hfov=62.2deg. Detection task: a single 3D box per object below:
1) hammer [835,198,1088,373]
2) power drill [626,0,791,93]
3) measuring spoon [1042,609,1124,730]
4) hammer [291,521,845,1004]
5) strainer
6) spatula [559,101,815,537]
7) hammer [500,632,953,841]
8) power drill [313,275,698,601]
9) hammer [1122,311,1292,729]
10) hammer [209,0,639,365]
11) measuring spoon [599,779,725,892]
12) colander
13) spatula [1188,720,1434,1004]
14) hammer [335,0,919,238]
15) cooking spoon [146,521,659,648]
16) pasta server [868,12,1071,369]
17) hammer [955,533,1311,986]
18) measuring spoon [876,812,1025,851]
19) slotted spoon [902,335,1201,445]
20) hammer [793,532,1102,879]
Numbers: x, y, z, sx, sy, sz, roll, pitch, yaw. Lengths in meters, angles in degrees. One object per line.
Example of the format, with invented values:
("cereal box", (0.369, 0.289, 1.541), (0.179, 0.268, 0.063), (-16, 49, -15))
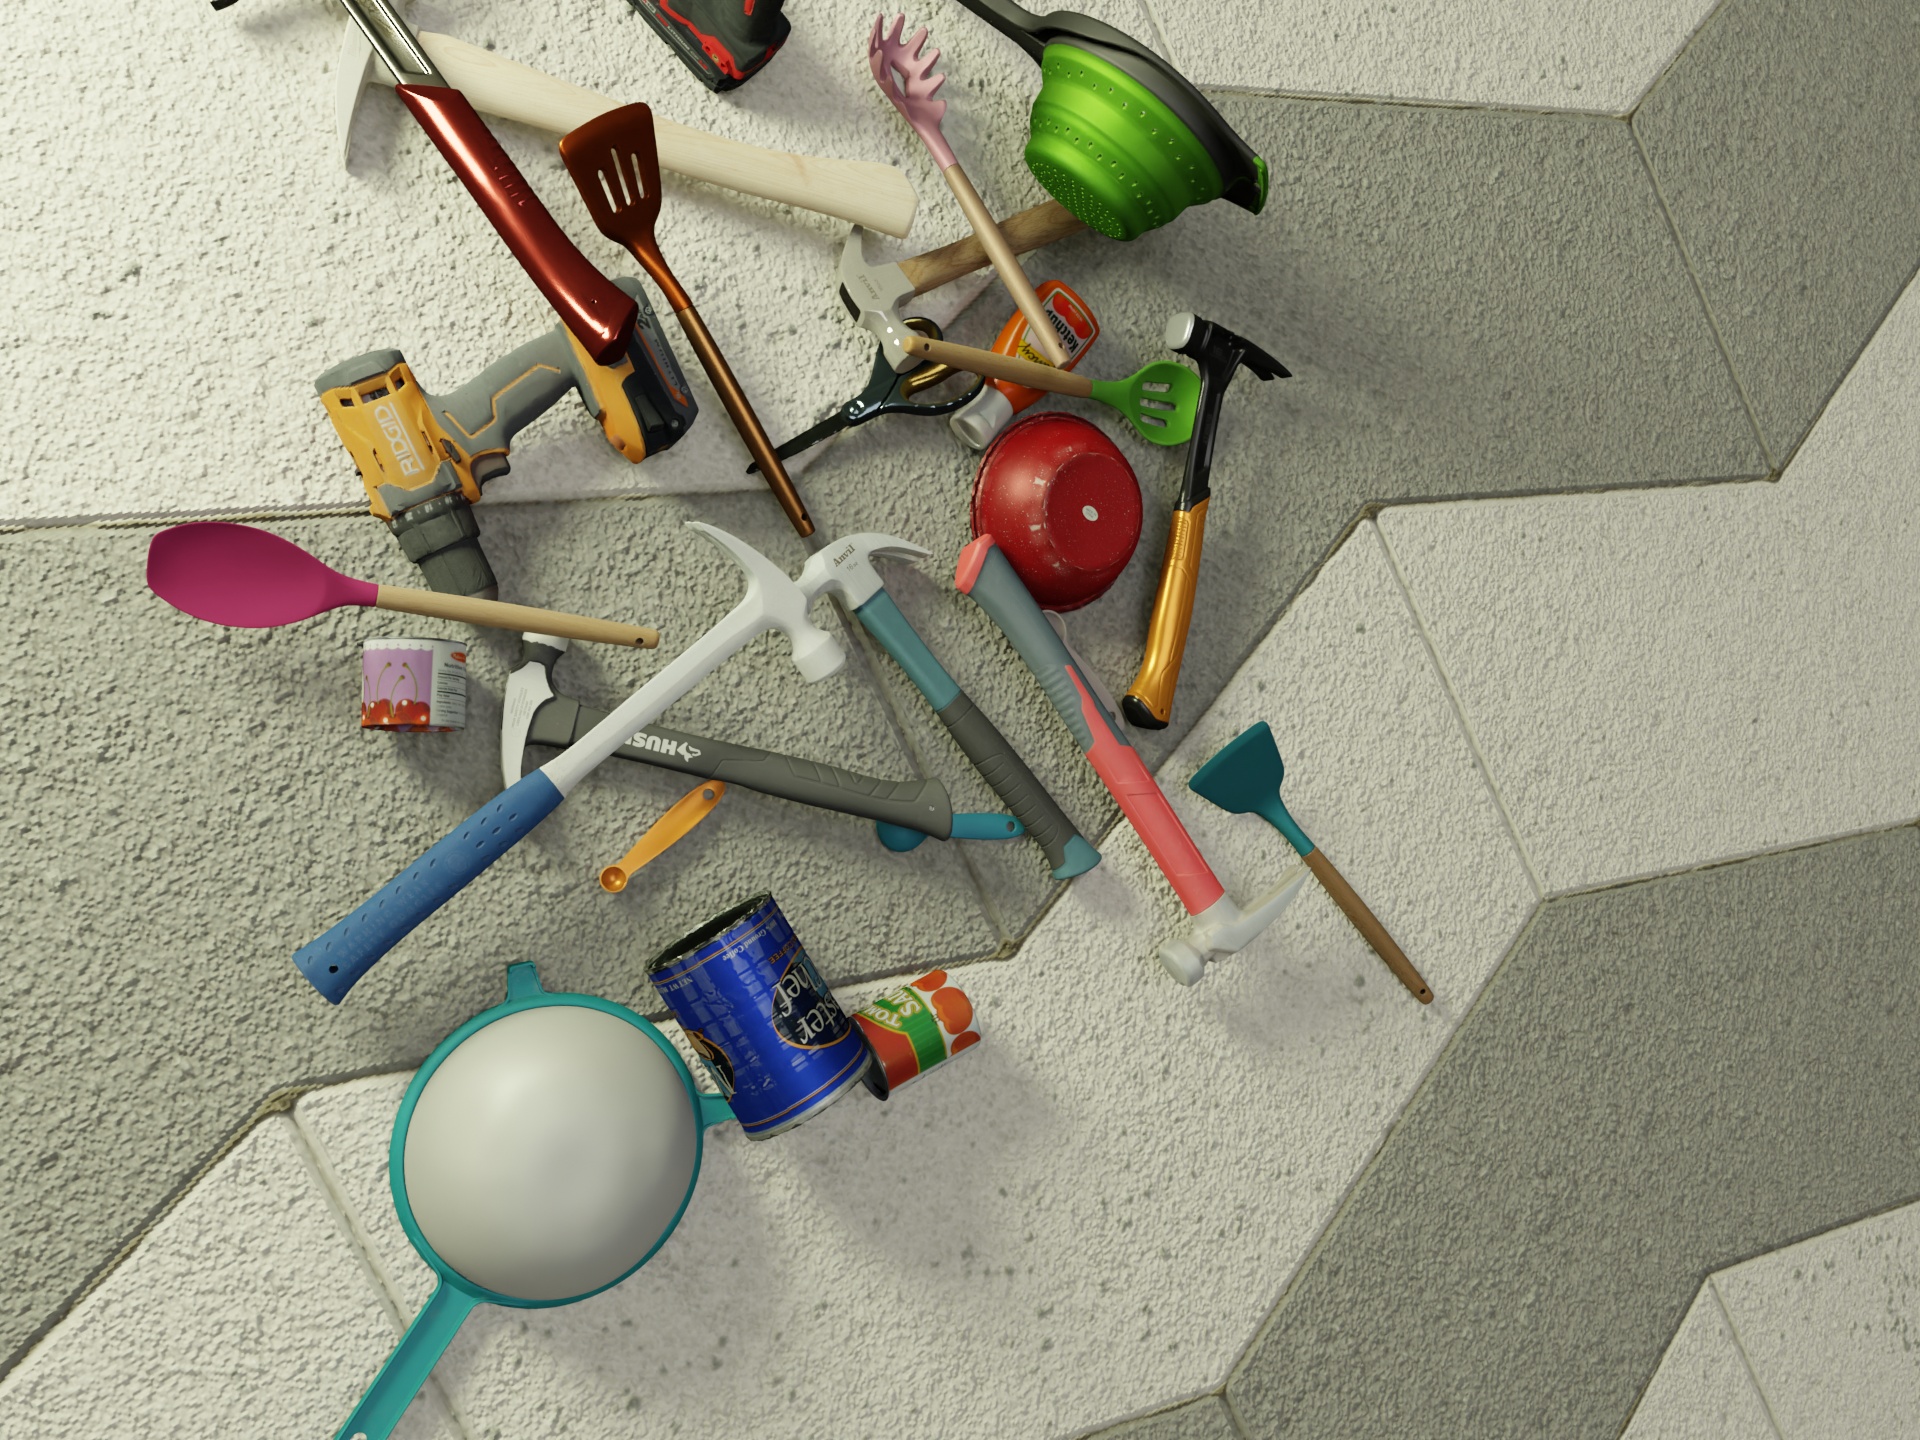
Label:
("hammer", (0.041, -0.390, 1.275), (0.331, 0.031, 0.130), (-31, 81, -28))
("power drill", (-0.158, -0.548, 1.109), (0.143, 0.220, 0.078), (46, 69, -14))
("measuring spoon", (0.093, -0.038, 1.287), (0.034, 0.018, 0.124), (-46, 110, -21))
("hammer", (-0.266, 0.030, 1.055), (0.405, 0.035, 0.144), (-42, 111, -16))
("strainer", (-0.295, 0.340, 1.030), (0.211, 0.095, 0.340), (38, 70, -16))
("spatula", (-0.182, -0.275, 1.141), (0.081, 0.041, 0.322), (-40, 112, -31))
("hammer", (-0.162, 0.037, 1.139), (0.334, 0.035, 0.146), (15, 79, -17))
("power drill", (-0.297, -0.188, 1.093), (0.226, 0.084, 0.185), (-27, 98, -20))
("hammer", (0.192, -0.156, 1.314), (0.127, 0.034, 0.337), (15, 84, -37))
("hammer", (-0.339, -0.382, 1.052), (0.149, 0.036, 0.359), (-35, 88, -9))
("measuring spoon", (-0.213, 0.082, 1.140), (0.021, 0.011, 0.117), (47, 65, 0))
("colander", (0.054, -0.489, 1.237), (0.397, 0.204, 0.094), (38, 94, 7))
("spatula", (0.311, 0.133, 1.348), (0.082, 0.044, 0.317), (-40, 104, 3))
("hammer", (-0.231, -0.412, 1.145), (0.410, 0.038, 0.146), (12, 81, -17))
("cooking spoon", (-0.354, -0.077, 1.039), (0.318, 0.017, 0.068), (9, 112, -23))
("pasta server", (0.009, -0.410, 1.232), (0.060, 0.040, 0.316), (-20, 77, -37))
("hammer", (0.127, 0.014, 1.250), (0.143, 0.038, 0.386), (-36, 100, -17))
("measuring spoon", (-0.002, 0.081, 1.225), (0.128, 0.021, 0.042), (3, 84, -25))
("slotted spoon", (0.081, -0.269, 1.254), (0.313, 0.031, 0.070), (3, 95, -40))
("hammer", (-0.002, -0.004, 1.220), (0.331, 0.033, 0.128), (51, 57, -14))
